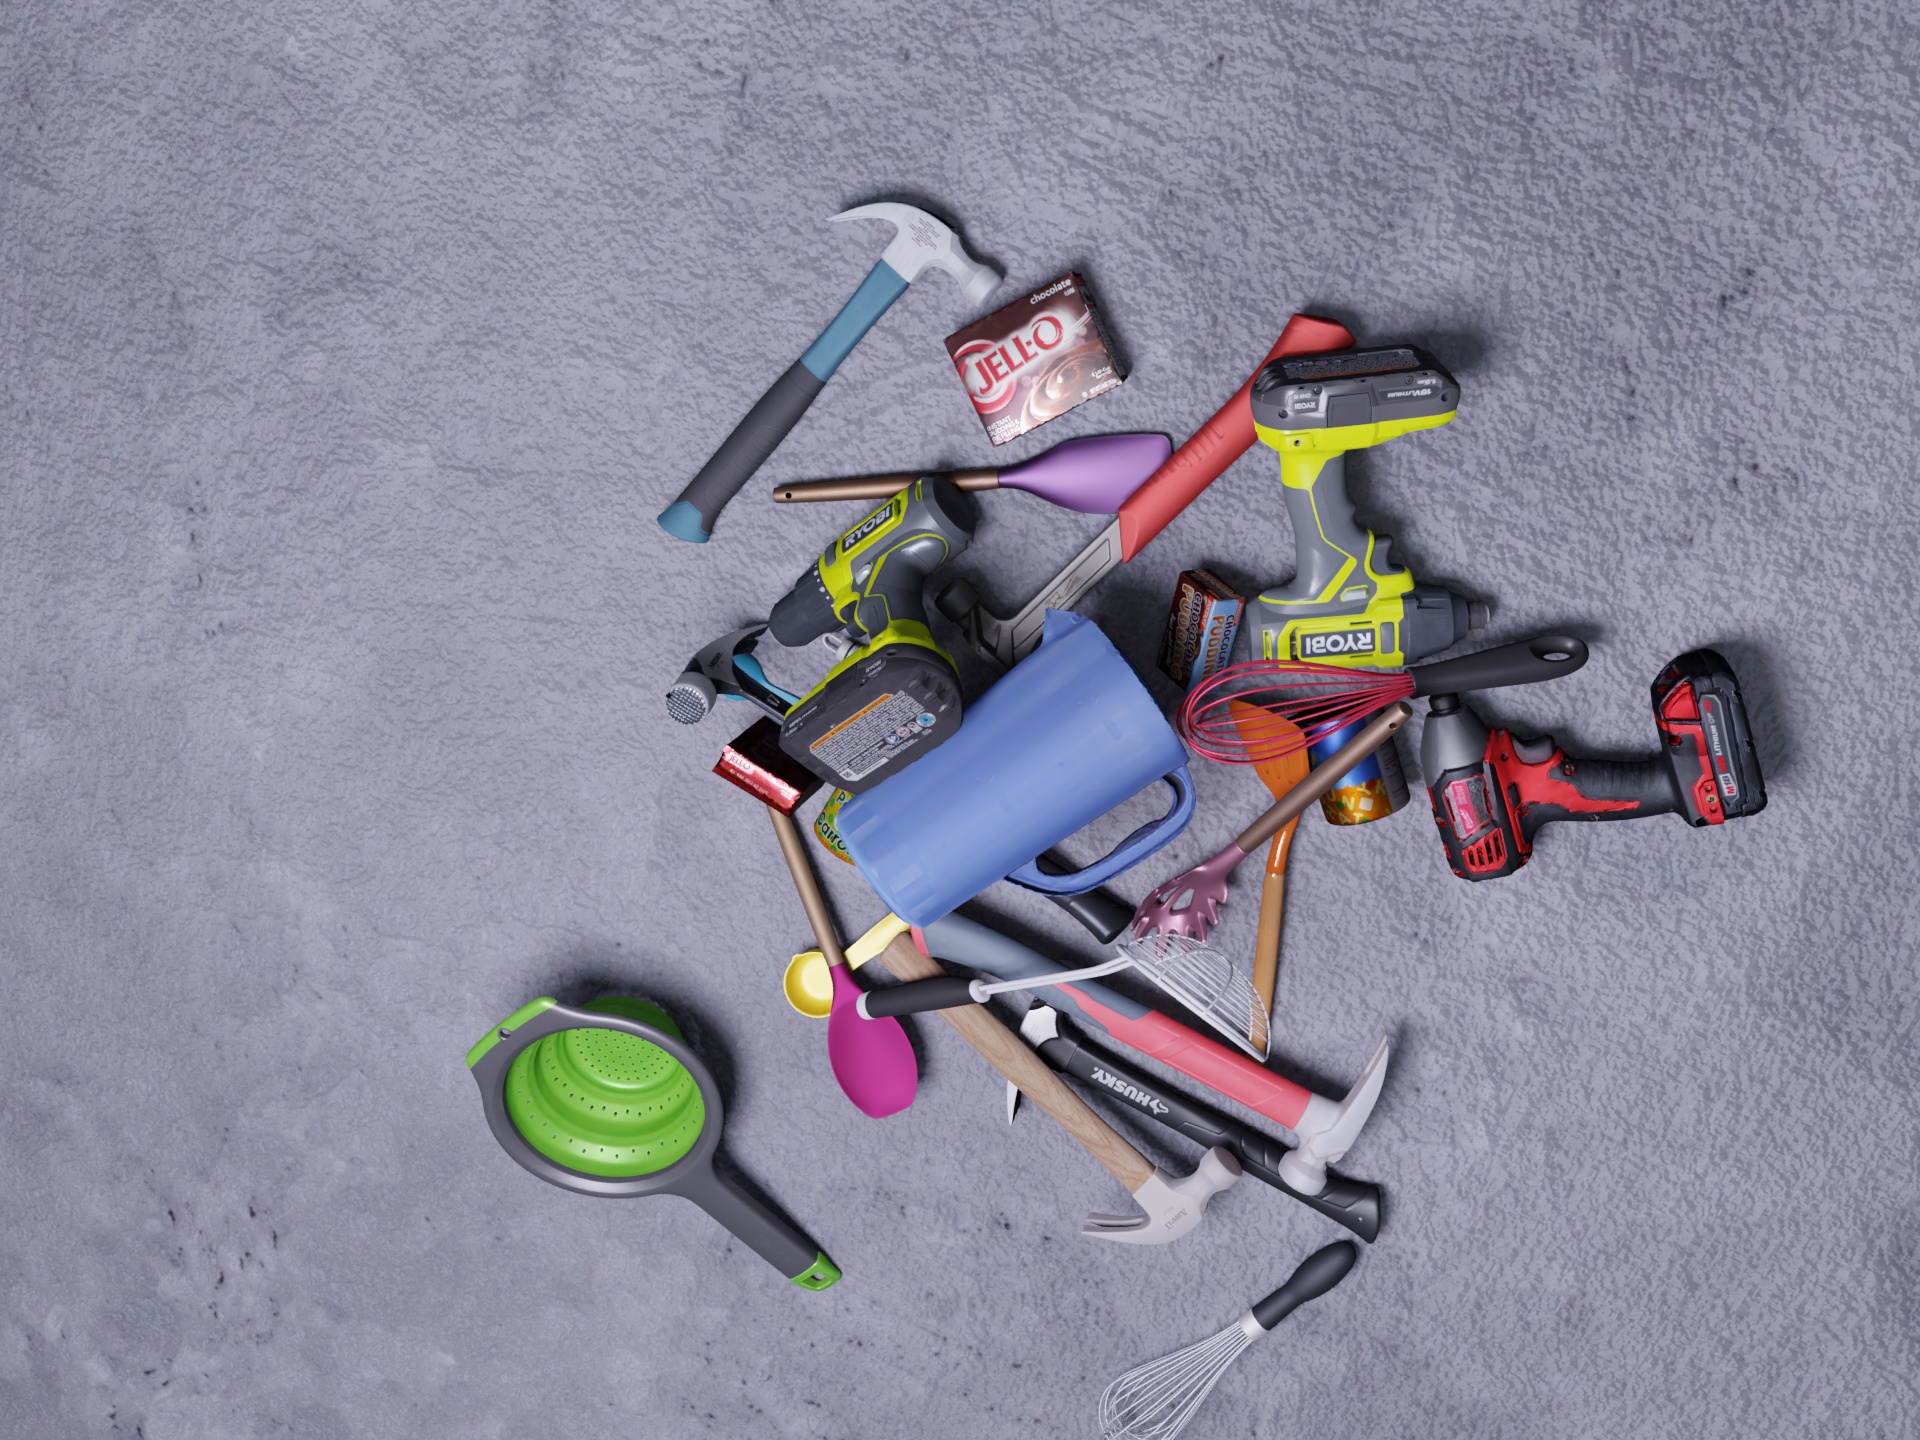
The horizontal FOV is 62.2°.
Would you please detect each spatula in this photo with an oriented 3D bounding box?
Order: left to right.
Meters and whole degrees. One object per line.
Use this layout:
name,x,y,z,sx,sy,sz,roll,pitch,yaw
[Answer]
spatula,0.006,-0.183,1.229,0.316,0.018,0.059,-2,107,13
spatula,0.236,0.141,1.242,0.081,0.041,0.322,28,122,53

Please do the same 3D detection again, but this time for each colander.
colander,-0.247,0.363,1.407,0.204,0.095,0.396,-37,111,19

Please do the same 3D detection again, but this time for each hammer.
hammer,-0.122,-0.260,1.232,0.128,0.033,0.331,44,110,-1
hammer,-0.036,0.057,1.260,0.409,0.149,0.036,33,118,-6
hammer,0.062,0.296,1.294,0.331,0.031,0.130,42,110,7
hammer,0.141,0.225,1.257,0.386,0.038,0.143,27,106,5
hammer,0.154,-0.156,1.183,0.149,0.037,0.359,43,108,-12
hammer,0.194,0.337,1.310,0.335,0.035,0.146,28,108,5

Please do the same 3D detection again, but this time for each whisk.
whisk,0.225,0.529,1.345,0.070,0.070,0.284,46,105,-1
whisk,0.298,-0.023,1.123,0.296,0.073,0.073,-10,102,-1

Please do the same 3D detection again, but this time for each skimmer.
skimmer,0.059,0.222,1.190,0.363,0.090,0.127,-15,143,35

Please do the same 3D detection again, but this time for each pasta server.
pasta server,0.227,0.084,1.178,0.060,0.040,0.316,26,135,-14

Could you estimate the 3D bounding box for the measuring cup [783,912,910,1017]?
measuring cup,-0.081,0.193,1.350,0.156,0.029,0.062,-37,89,8

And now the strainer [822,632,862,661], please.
strainer,-0.002,-0.004,1.266,0.258,0.050,0.086,31,136,10

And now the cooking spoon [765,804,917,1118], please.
cooking spoon,-0.112,0.179,1.328,0.069,0.017,0.319,-21,90,1

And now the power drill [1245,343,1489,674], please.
power drill,0.286,-0.144,1.125,0.171,0.080,0.223,-5,117,6

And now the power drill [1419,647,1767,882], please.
power drill,0.446,0.026,1.147,0.219,0.078,0.143,-15,100,20

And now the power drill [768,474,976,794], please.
power drill,-0.074,-0.060,1.180,0.190,0.229,0.080,-33,126,26

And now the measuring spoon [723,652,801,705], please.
measuring spoon,-0.149,-0.013,1.308,0.128,0.021,0.042,30,109,6
